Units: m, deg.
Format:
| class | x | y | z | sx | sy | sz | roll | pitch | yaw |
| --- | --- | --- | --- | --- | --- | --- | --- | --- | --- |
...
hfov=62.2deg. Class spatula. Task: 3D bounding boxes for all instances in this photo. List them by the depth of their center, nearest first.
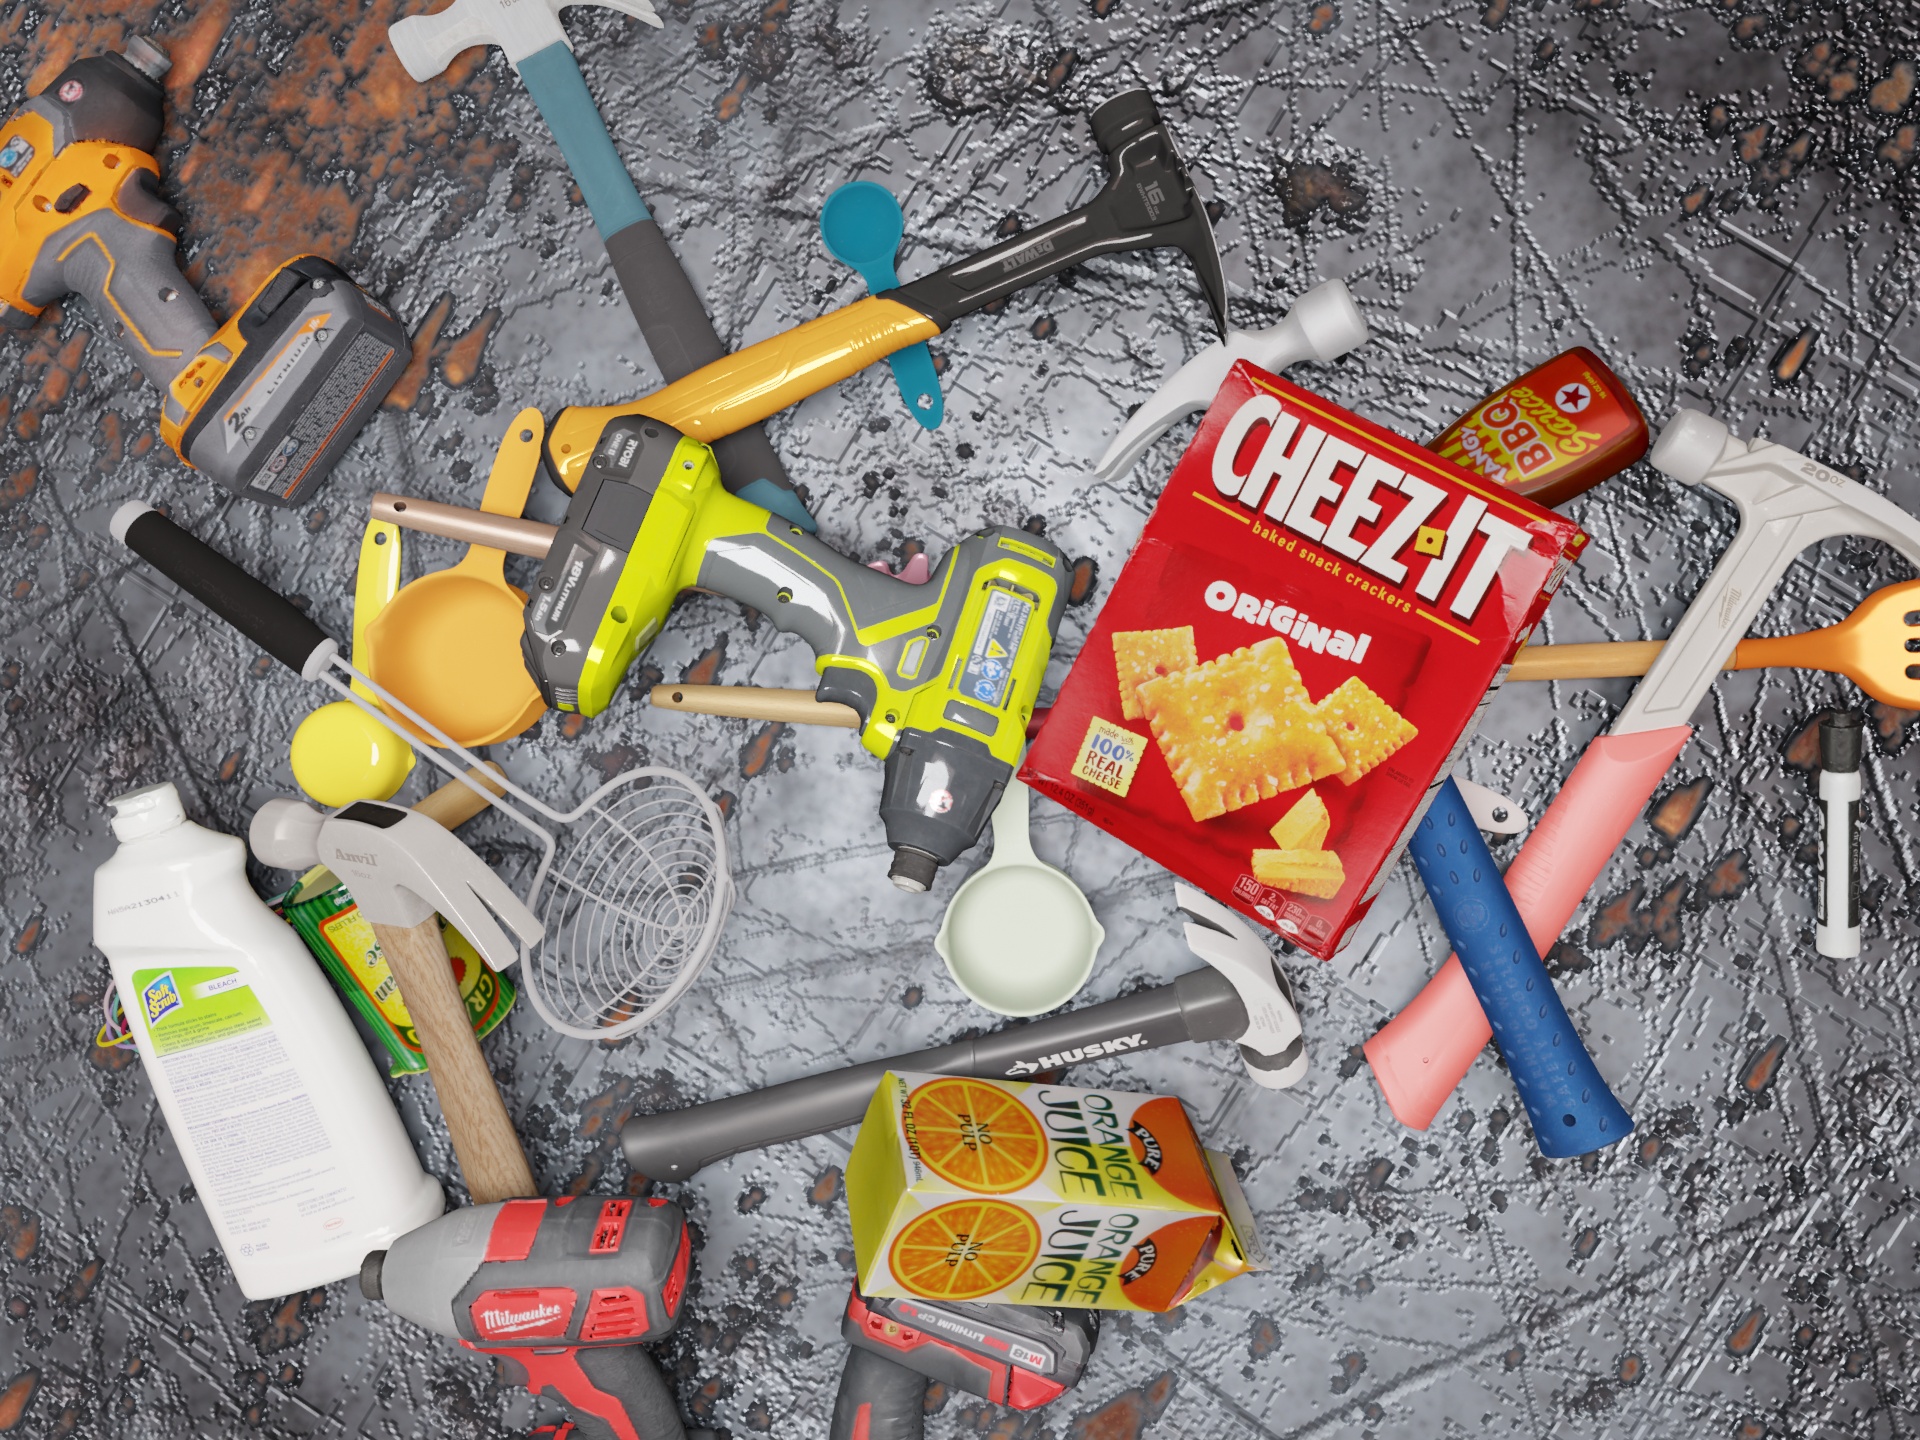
| class | x | y | z | sx | sy | sz | roll | pitch | yaw |
| --- | --- | --- | --- | --- | --- | --- | --- | --- | --- |
| spatula | 0.351 | -0.031 | 0.768 | 0.322 | 0.041 | 0.081 | -3 | 93 | 5 |

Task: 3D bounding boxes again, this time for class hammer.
| class | x | y | z | sx | sy | sz | roll | pitch | yaw |
| --- | --- | --- | --- | --- | --- | --- | --- | --- | --- |
| hammer | -0.222 | 0.186 | 0.738 | 0.130 | 0.031 | 0.331 | 4 | 119 | 28 |
| hammer | 0.197 | 0.007 | 0.741 | 0.144 | 0.035 | 0.405 | -26 | 82 | 23 |
| hammer | 0.311 | 0.043 | 0.752 | 0.149 | 0.037 | 0.359 | 31 | 98 | 5 |
| hammer | -0.042 | -0.178 | 0.759 | 0.337 | 0.034 | 0.127 | -22 | 78 | 6 |
| hammer | -0.007 | 0.166 | 0.764 | 0.335 | 0.146 | 0.035 | -16 | 47 | 10 |
| hammer | -0.164 | -0.235 | 0.809 | 0.128 | 0.033 | 0.331 | -27 | 88 | 4 |

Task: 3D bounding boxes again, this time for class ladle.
| class | x | y | z | sx | sy | sz | roll | pitch | yaw |
| --- | --- | --- | --- | --- | --- | --- | --- | --- | --- |
| ladle | -0.001 | -0.003 | 0.800 | 0.315 | 0.031 | 0.069 | 4 | 90 | 5 |

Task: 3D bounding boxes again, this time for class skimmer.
| class | x | y | z | sx | sy | sz | roll | pitch | yaw |
| --- | --- | --- | --- | --- | --- | --- | --- | --- | --- |
| skimmer | -0.259 | 0.006 | 0.731 | 0.363 | 0.090 | 0.127 | 36 | 93 | 3 |

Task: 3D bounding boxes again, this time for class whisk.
| class | x | y | z | sx | sy | sz | roll | pitch | yaw |
| --- | --- | --- | --- | --- | --- | --- | --- | --- | --- |
| whisk | -0.336 | 0.097 | 0.813 | 0.245 | 0.047 | 0.051 | -33 | 86 | 0 |

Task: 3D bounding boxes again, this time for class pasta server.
| class | x | y | z | sx | sy | sz | roll | pitch | yaw |
| --- | --- | --- | --- | --- | --- | --- | --- | --- | --- |
| pasta server | -0.124 | -0.073 | 0.773 | 0.316 | 0.040 | 0.060 | 11 | 74 | -9 |

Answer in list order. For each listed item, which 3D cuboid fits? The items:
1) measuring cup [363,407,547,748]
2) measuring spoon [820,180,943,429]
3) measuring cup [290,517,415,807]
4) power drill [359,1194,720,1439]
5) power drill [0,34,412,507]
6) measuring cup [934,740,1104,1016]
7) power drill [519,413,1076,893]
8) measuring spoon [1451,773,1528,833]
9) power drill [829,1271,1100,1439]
| class | x | y | z | sx | sy | sz | roll | pitch | yaw |
| --- | --- | --- | --- | --- | --- | --- | --- | --- | --- |
| measuring cup | -0.234 | -0.070 | 0.803 | 0.095 | 0.052 | 0.173 | 17 | 89 | 4 |
| measuring spoon | -0.035 | -0.210 | 0.811 | 0.042 | 0.021 | 0.128 | -19 | 97 | 4 |
| measuring cup | -0.309 | -0.031 | 0.817 | 0.062 | 0.029 | 0.156 | 7 | 92 | 4 |
| power drill | -0.186 | 0.312 | 0.735 | 0.143 | 0.079 | 0.219 | -3 | 118 | 4 |
| power drill | -0.394 | -0.232 | 0.802 | 0.226 | 0.084 | 0.164 | 37 | 91 | 7 |
| measuring cup | 0.026 | 0.060 | 0.788 | 0.083 | 0.038 | 0.167 | -5 | 90 | 4 |
| power drill | -0.074 | -0.032 | 0.719 | 0.223 | 0.080 | 0.171 | 21 | 72 | -6 |
| measuring spoon | 0.224 | 0.029 | 0.787 | 0.124 | 0.018 | 0.034 | 22 | 91 | 3 |
| power drill | -0.002 | 0.374 | 0.772 | 0.188 | 0.080 | 0.226 | 20 | 94 | 4 |
